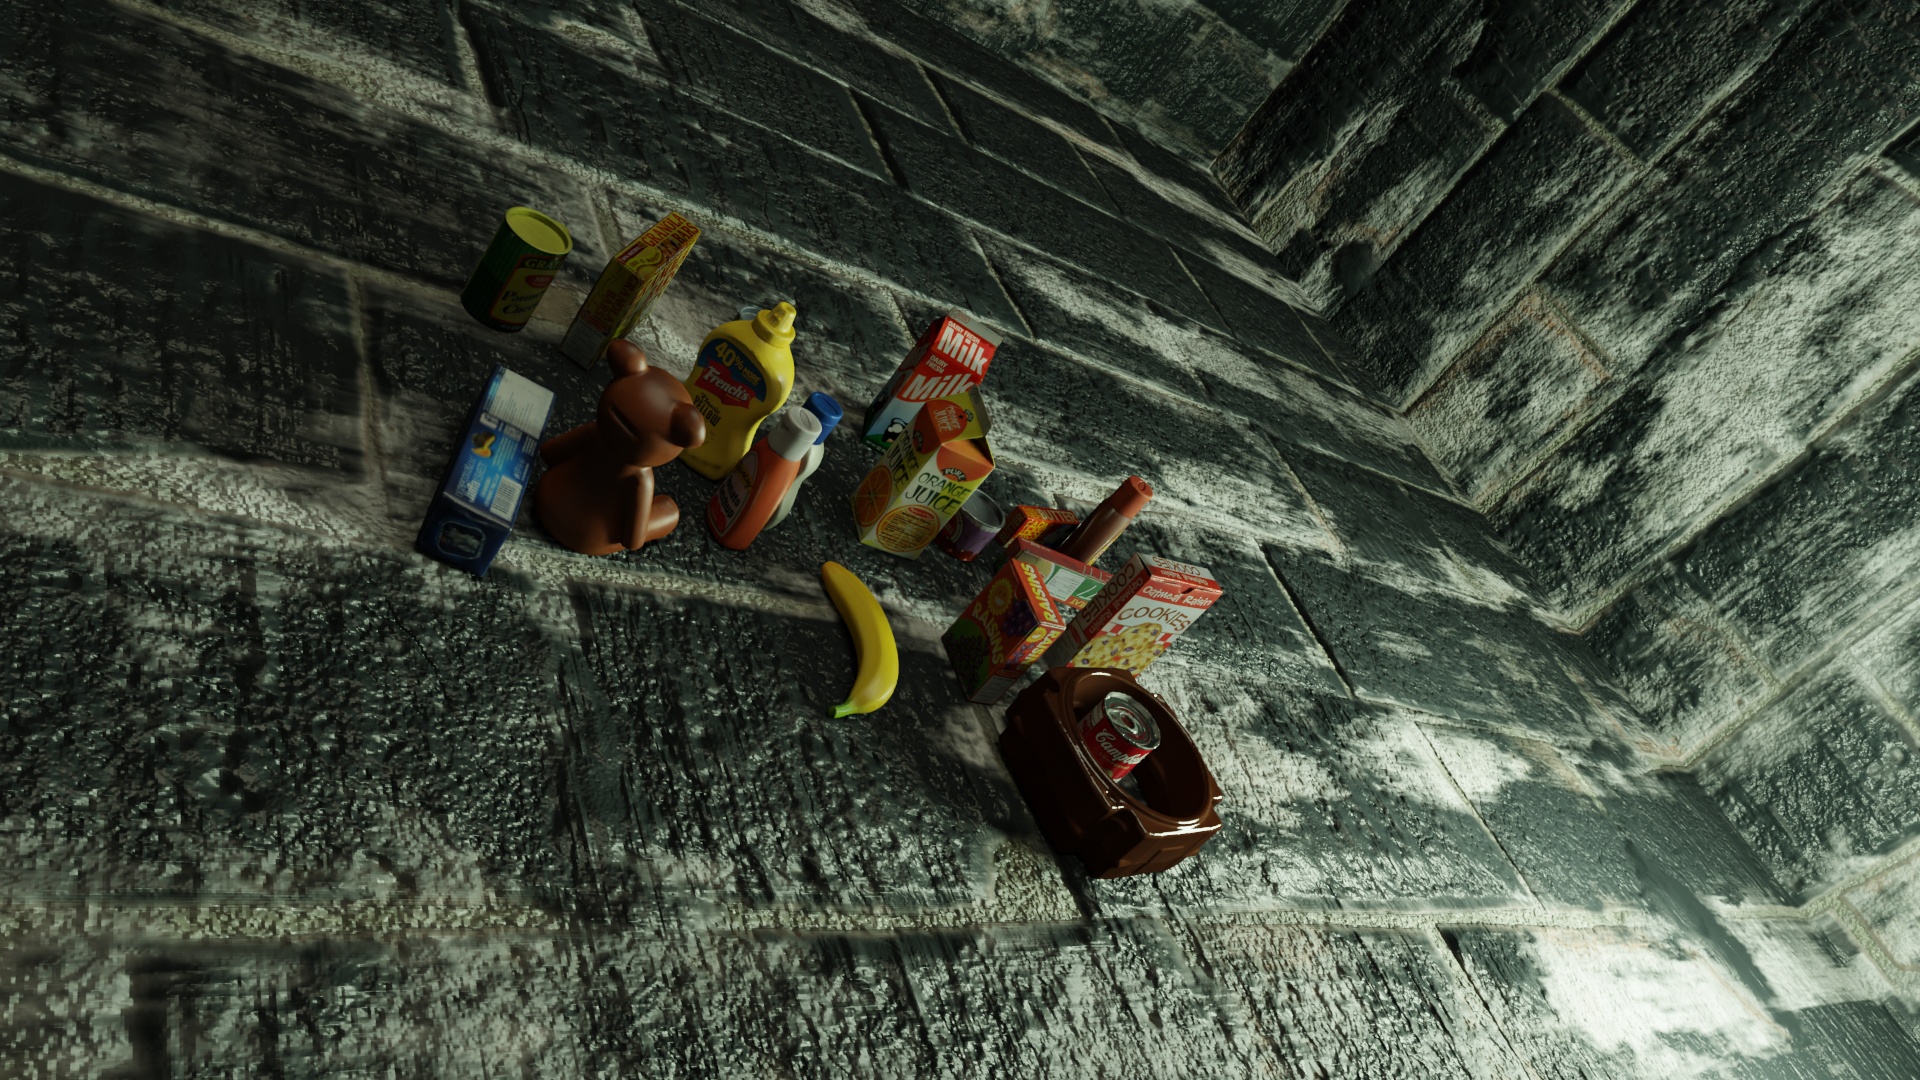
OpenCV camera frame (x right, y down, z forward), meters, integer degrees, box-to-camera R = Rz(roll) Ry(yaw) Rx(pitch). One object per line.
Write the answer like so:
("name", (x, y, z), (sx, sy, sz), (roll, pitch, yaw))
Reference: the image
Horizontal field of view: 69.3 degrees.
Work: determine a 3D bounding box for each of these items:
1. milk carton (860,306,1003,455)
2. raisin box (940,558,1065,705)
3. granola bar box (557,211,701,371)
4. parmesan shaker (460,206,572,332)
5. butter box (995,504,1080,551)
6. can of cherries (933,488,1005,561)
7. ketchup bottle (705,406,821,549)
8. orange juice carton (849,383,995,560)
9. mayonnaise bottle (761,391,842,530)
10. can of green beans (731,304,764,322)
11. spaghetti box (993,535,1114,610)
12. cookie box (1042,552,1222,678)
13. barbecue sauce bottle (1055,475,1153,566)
("milk carton", (-0.033, -0.181, 1.599), (0.072, 0.189, 0.074), (30, 30, -19))
("raisin box", (0.040, 0.091, 1.376), (0.040, 0.123, 0.086), (16, 37, -38))
("granola bar box", (-0.335, -0.256, 1.411), (0.039, 0.123, 0.166), (36, 29, -9))
("parmesan shaker", (-0.423, -0.258, 1.330), (0.071, 0.102, 0.072), (30, 30, -19))
("butter box", (0.092, -0.014, 1.660), (0.103, 0.053, 0.024), (5, 44, -47))
("can of cherries", (0.006, -0.020, 1.558), (0.071, 0.058, 0.072), (30, 30, -19))
("ketchup bottle", (-0.182, -0.061, 1.295), (0.043, 0.148, 0.065), (14, 38, -40))
("orange juice carton", (-0.031, -0.074, 1.451), (0.073, 0.192, 0.072), (21, 34, -33))
("mayonnaise bottle", (-0.167, -0.079, 1.339), (0.065, 0.147, 0.041), (43, 28, 4))
("can of green beans", (-0.233, -0.219, 1.552), (0.071, 0.057, 0.071), (30, 30, -19))
("spaghetti box", (0.151, 0.058, 1.633), (0.250, 0.050, 0.029), (22, 34, -31))
("cookie box", (0.187, 0.089, 1.509), (0.123, 0.166, 0.040), (12, 39, -42))
("barbecue sauce bottle", (0.168, -0.015, 1.654), (0.043, 0.148, 0.065), (41, 28, -1))
